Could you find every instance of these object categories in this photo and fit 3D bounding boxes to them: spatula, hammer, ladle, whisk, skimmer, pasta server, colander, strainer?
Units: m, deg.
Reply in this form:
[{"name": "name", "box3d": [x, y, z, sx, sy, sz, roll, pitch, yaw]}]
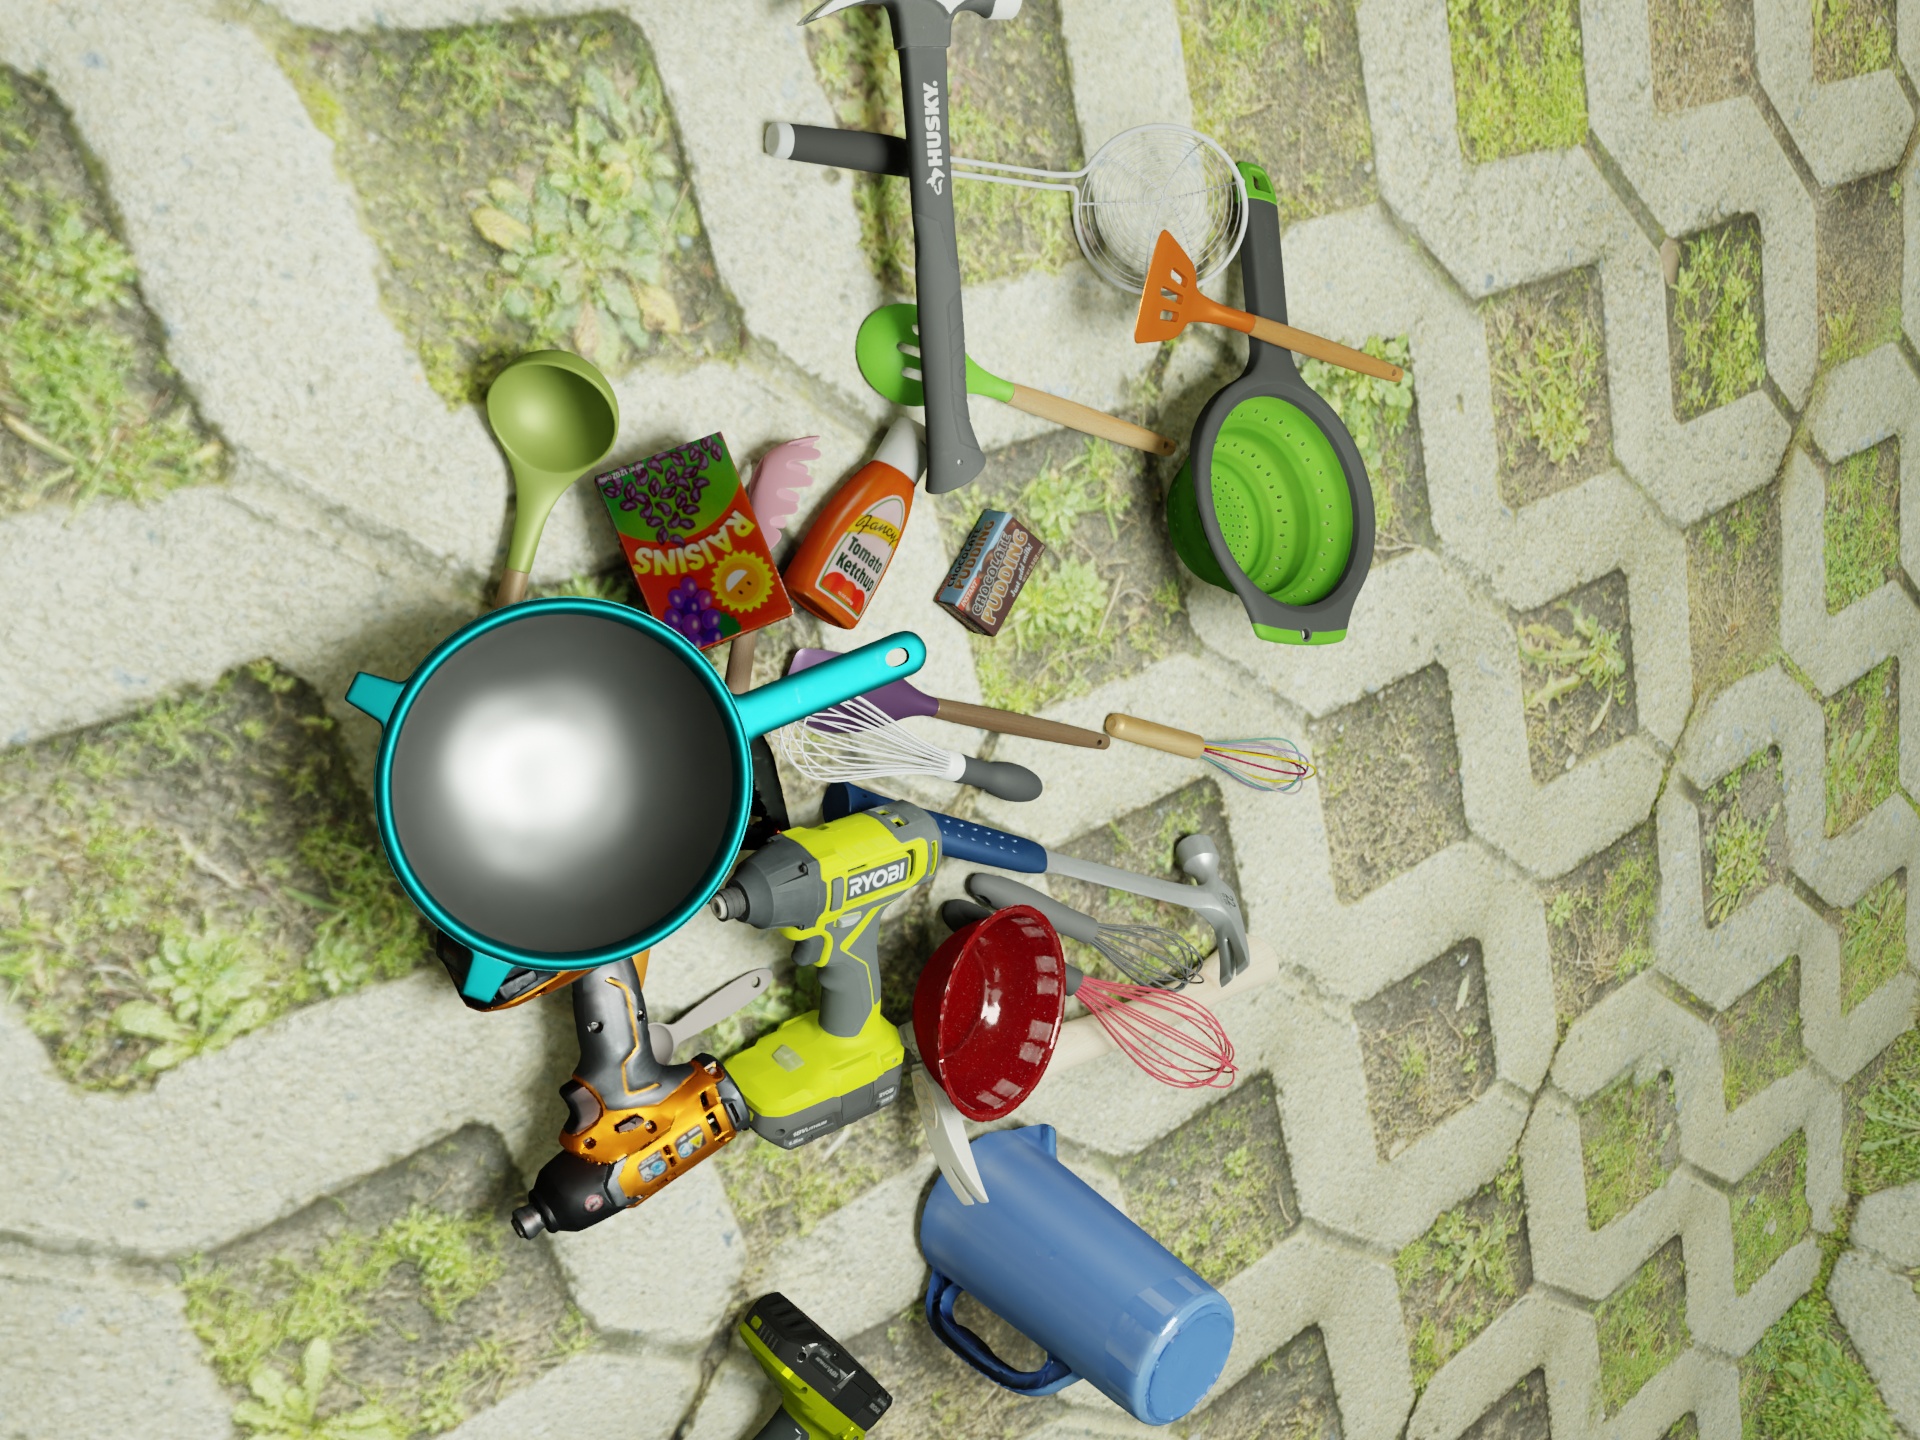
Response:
[{"name": "spatula", "box3d": [0.246, -0.300, 1.233, 0.322, 0.041, 0.081, 6, 103, -37]}, {"name": "hammer", "box3d": [0.073, 0.115, 1.246, 0.405, 0.144, 0.035, 17, 130, -34]}, {"name": "ladle", "box3d": [-0.274, -0.064, 0.955, 0.078, 0.062, 0.320, 15, 95, -10]}, {"name": "whisk", "box3d": [-0.031, 0.027, 1.165, 0.284, 0.070, 0.070, 17, 90, -47]}, {"name": "hammer", "box3d": [0.132, 0.268, 1.339, 0.410, 0.038, 0.146, -13, 81, -39]}, {"name": "whisk", "box3d": [0.105, 0.172, 1.297, 0.238, 0.055, 0.055, 25, 84, -26]}, {"name": "spatula", "box3d": [-0.002, -0.004, 1.207, 0.315, 0.018, 0.059, 10, 105, -39]}, {"name": "skimmer", "box3d": [0.041, -0.369, 1.107, 0.363, 0.090, 0.127, -6, 134, -35]}, {"name": "pasta server", "box3d": [-0.137, -0.036, 1.045, 0.040, 0.060, 0.316, 10, 84, -14]}, {"name": "hammer", "box3d": [-0.022, -0.317, 1.050, 0.146, 0.035, 0.334, -11, 108, -23]}, {"name": "colander", "box3d": [0.230, -0.251, 1.299, 0.204, 0.094, 0.397, 0, 83, -36]}, {"name": "whisk", "box3d": [0.221, 0.025, 1.376, 0.244, 0.047, 0.051, 15, 93, -36]}, {"name": "strainer", "box3d": [-0.182, 0.013, 0.958, 0.340, 0.095, 0.211, -23, 100, -25]}, {"name": "whisk", "box3d": [0.107, 0.220, 1.279, 0.295, 0.073, 0.073, 32, 80, -17]}]

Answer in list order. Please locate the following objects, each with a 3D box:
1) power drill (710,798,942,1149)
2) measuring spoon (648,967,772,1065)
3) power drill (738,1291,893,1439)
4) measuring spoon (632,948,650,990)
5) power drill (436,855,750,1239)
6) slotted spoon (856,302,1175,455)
[{"name": "power drill", "box3d": [-0.101, 0.175, 1.098, 0.171, 0.080, 0.223, -16, 123, -39]}, {"name": "measuring spoon", "box3d": [-0.184, 0.207, 1.120, 0.124, 0.018, 0.034, -28, 108, -38]}, {"name": "power drill", "box3d": [-0.176, 0.543, 1.165, 0.228, 0.080, 0.190, -47, 125, -17]}, {"name": "measuring spoon", "box3d": [-0.215, 0.144, 1.078, 0.021, 0.011, 0.117, 8, 95, -39]}, {"name": "power drill", "box3d": [-0.244, 0.213, 1.014, 0.164, 0.084, 0.226, -31, 113, -28]}, {"name": "slotted spoon", "box3d": [0.055, -0.241, 1.191, 0.313, 0.031, 0.070, 10, 94, -41]}]
